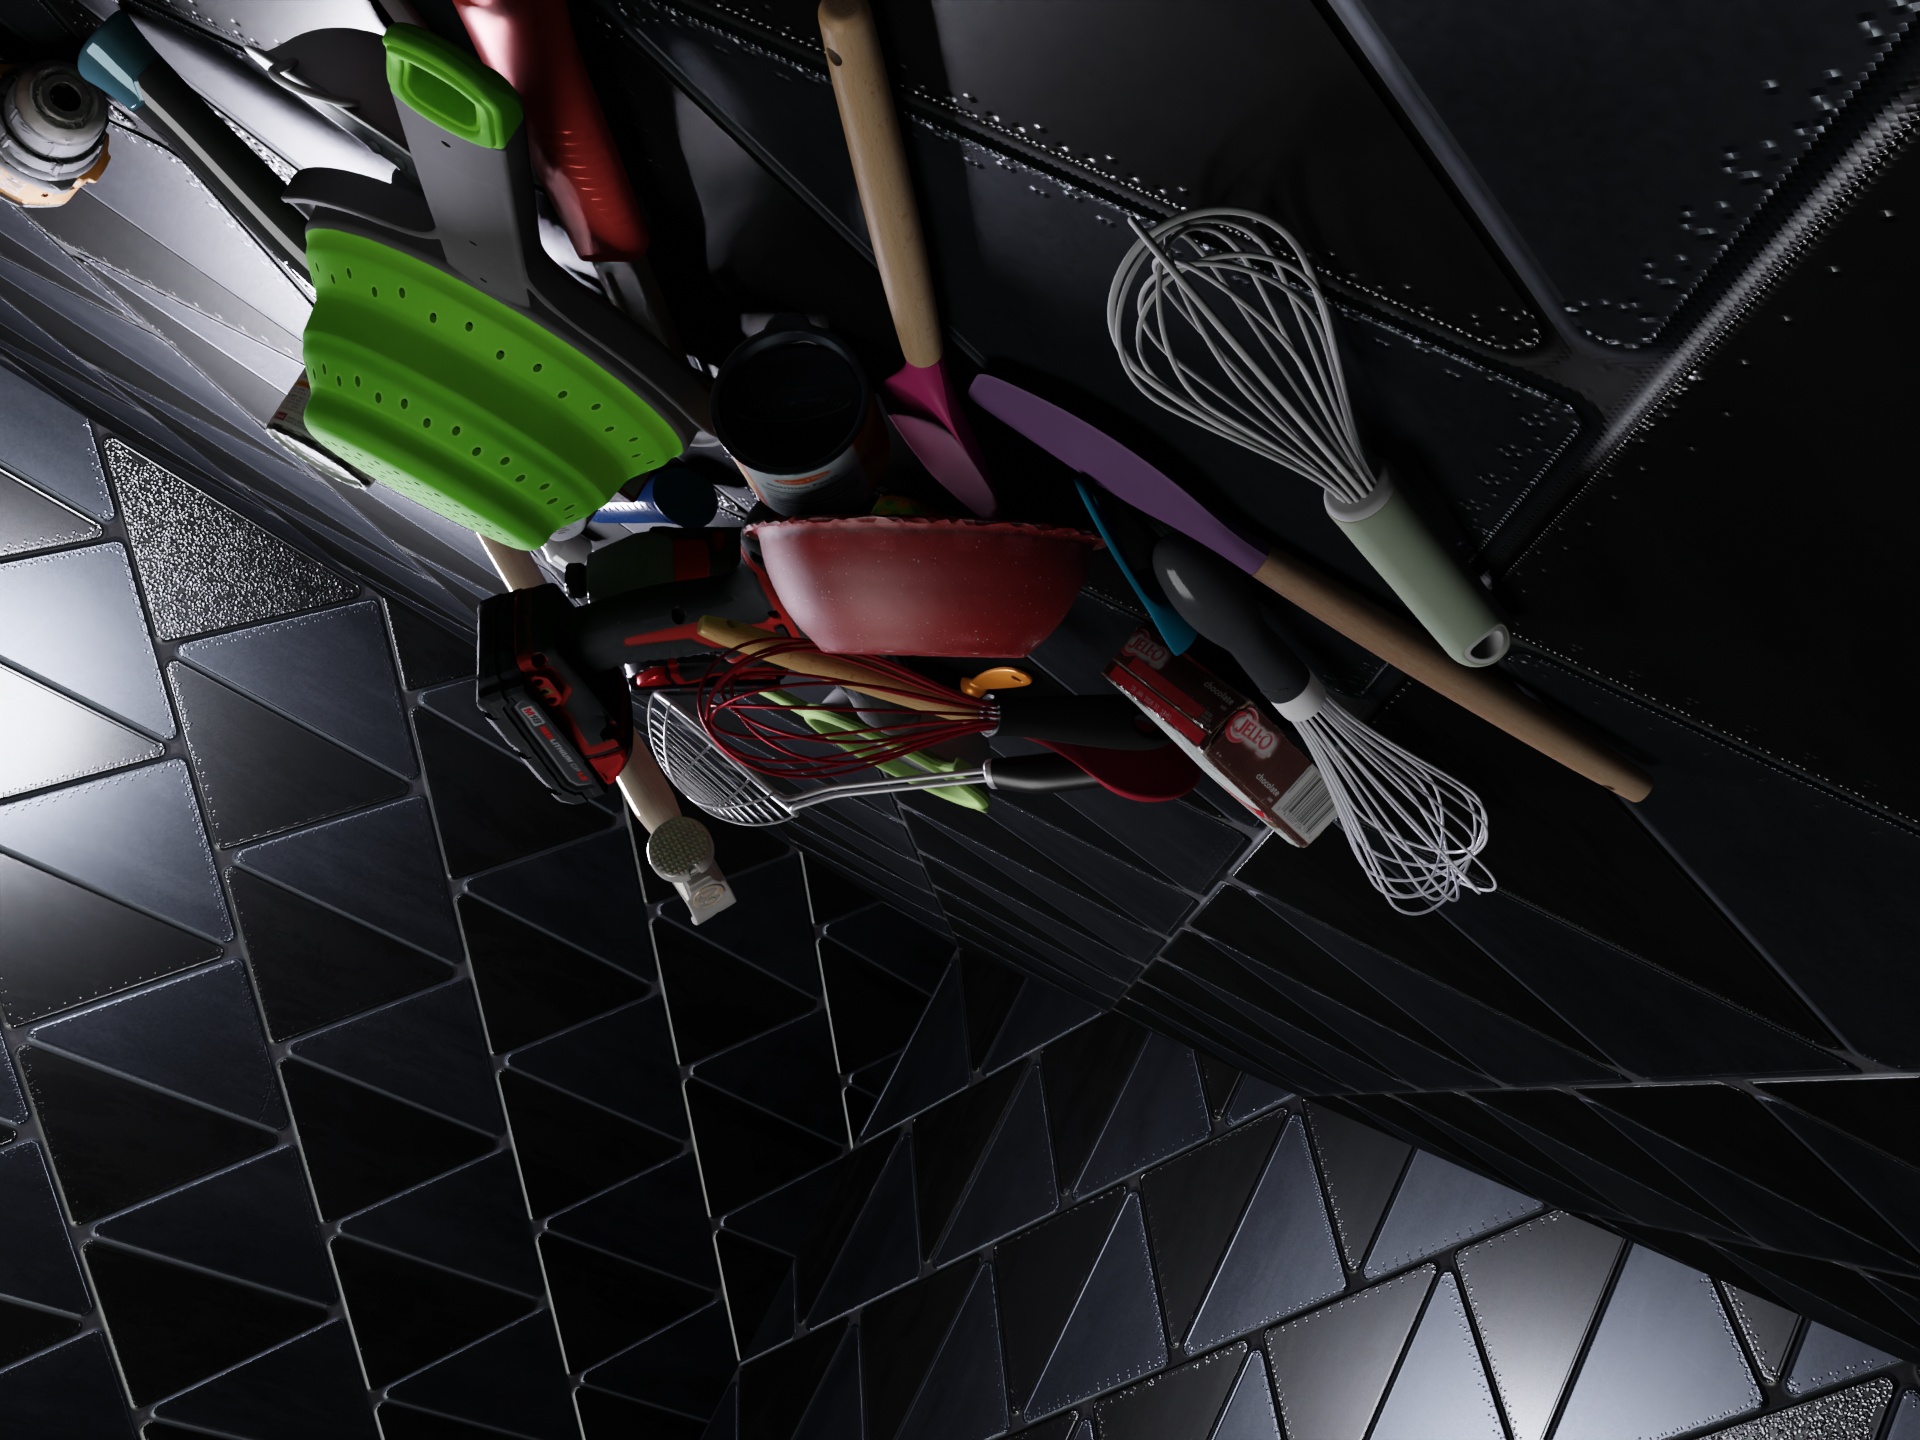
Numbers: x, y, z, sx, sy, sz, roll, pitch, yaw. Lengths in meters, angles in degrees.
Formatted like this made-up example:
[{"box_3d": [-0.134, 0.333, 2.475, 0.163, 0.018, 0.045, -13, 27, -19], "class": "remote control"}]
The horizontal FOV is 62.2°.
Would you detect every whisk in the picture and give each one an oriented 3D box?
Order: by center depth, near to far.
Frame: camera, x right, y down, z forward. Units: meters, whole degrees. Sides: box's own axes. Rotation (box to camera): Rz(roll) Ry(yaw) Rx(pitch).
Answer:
[{"box_3d": [0.121, -0.078, 0.501, 0.246, 0.058, 0.059, 35, -158, -44], "class": "whisk"}, {"box_3d": [0.170, 0.005, 0.726, 0.070, 0.070, 0.284, 14, 158, 51], "class": "whisk"}, {"box_3d": [-0.001, -0.003, 0.837, 0.295, 0.073, 0.073, 2, -176, -32], "class": "whisk"}]

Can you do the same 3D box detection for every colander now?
[{"box_3d": [-0.193, -0.139, 0.604, 0.204, 0.094, 0.397, 28, 173, -10], "class": "colander"}]

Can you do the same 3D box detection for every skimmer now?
[{"box_3d": [-0.036, 0.013, 1.042, 0.363, 0.090, 0.127, -6, 152, 18], "class": "skimmer"}]

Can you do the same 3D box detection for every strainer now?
[{"box_3d": [-0.231, -0.230, 0.667, 0.087, 0.050, 0.258, 33, 174, -3], "class": "strainer"}, {"box_3d": [-0.080, -0.020, 1.170, 0.256, 0.069, 0.151, 27, 171, 12], "class": "strainer"}]

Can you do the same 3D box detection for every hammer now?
[{"box_3d": [-0.147, -0.201, 0.602, 0.149, 0.037, 0.359, 27, 169, 6], "class": "hammer"}, {"box_3d": [-0.305, -0.211, 0.814, 0.128, 0.033, 0.330, 1, 144, 41], "class": "hammer"}, {"box_3d": [-0.263, -0.049, 1.052, 0.411, 0.038, 0.146, 56, 168, 18], "class": "hammer"}, {"box_3d": [-0.271, -0.153, 1.122, 0.144, 0.035, 0.406, 34, 168, -28], "class": "hammer"}]

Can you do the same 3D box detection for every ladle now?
[{"box_3d": [0.001, -0.007, 0.888, 0.315, 0.031, 0.069, 17, -144, -26], "class": "ladle"}]

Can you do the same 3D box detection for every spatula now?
[{"box_3d": [0.140, -0.051, 0.624, 0.316, 0.018, 0.060, 30, 175, -6], "class": "spatula"}]

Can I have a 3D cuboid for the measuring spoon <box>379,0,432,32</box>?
[{"box_3d": [-0.193, -0.235, 0.491, 0.124, 0.018, 0.034, 51, 168, 1], "class": "measuring spoon"}]

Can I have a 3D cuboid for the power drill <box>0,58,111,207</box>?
[{"box_3d": [-0.547, -0.349, 0.805, 0.226, 0.084, 0.185, 31, 169, -36], "class": "power drill"}]

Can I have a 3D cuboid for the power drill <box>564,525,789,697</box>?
[{"box_3d": [-0.172, -0.072, 1.021, 0.143, 0.078, 0.219, -2, 171, -8], "class": "power drill"}]

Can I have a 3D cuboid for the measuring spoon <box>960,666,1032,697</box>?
[{"box_3d": [0.022, -0.023, 1.053, 0.021, 0.011, 0.117, 31, 169, -14], "class": "measuring spoon"}]

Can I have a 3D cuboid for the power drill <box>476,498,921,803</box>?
[{"box_3d": [-0.138, -0.031, 0.905, 0.187, 0.226, 0.080, 64, -171, -50], "class": "power drill"}]

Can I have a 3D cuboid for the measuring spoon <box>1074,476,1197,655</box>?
[{"box_3d": [0.078, -0.069, 0.671, 0.128, 0.021, 0.042, 46, -160, -55], "class": "measuring spoon"}]

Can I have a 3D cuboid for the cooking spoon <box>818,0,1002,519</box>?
[{"box_3d": [-0.016, -0.146, 0.572, 0.069, 0.017, 0.318, 43, 172, 15], "class": "cooking spoon"}]
